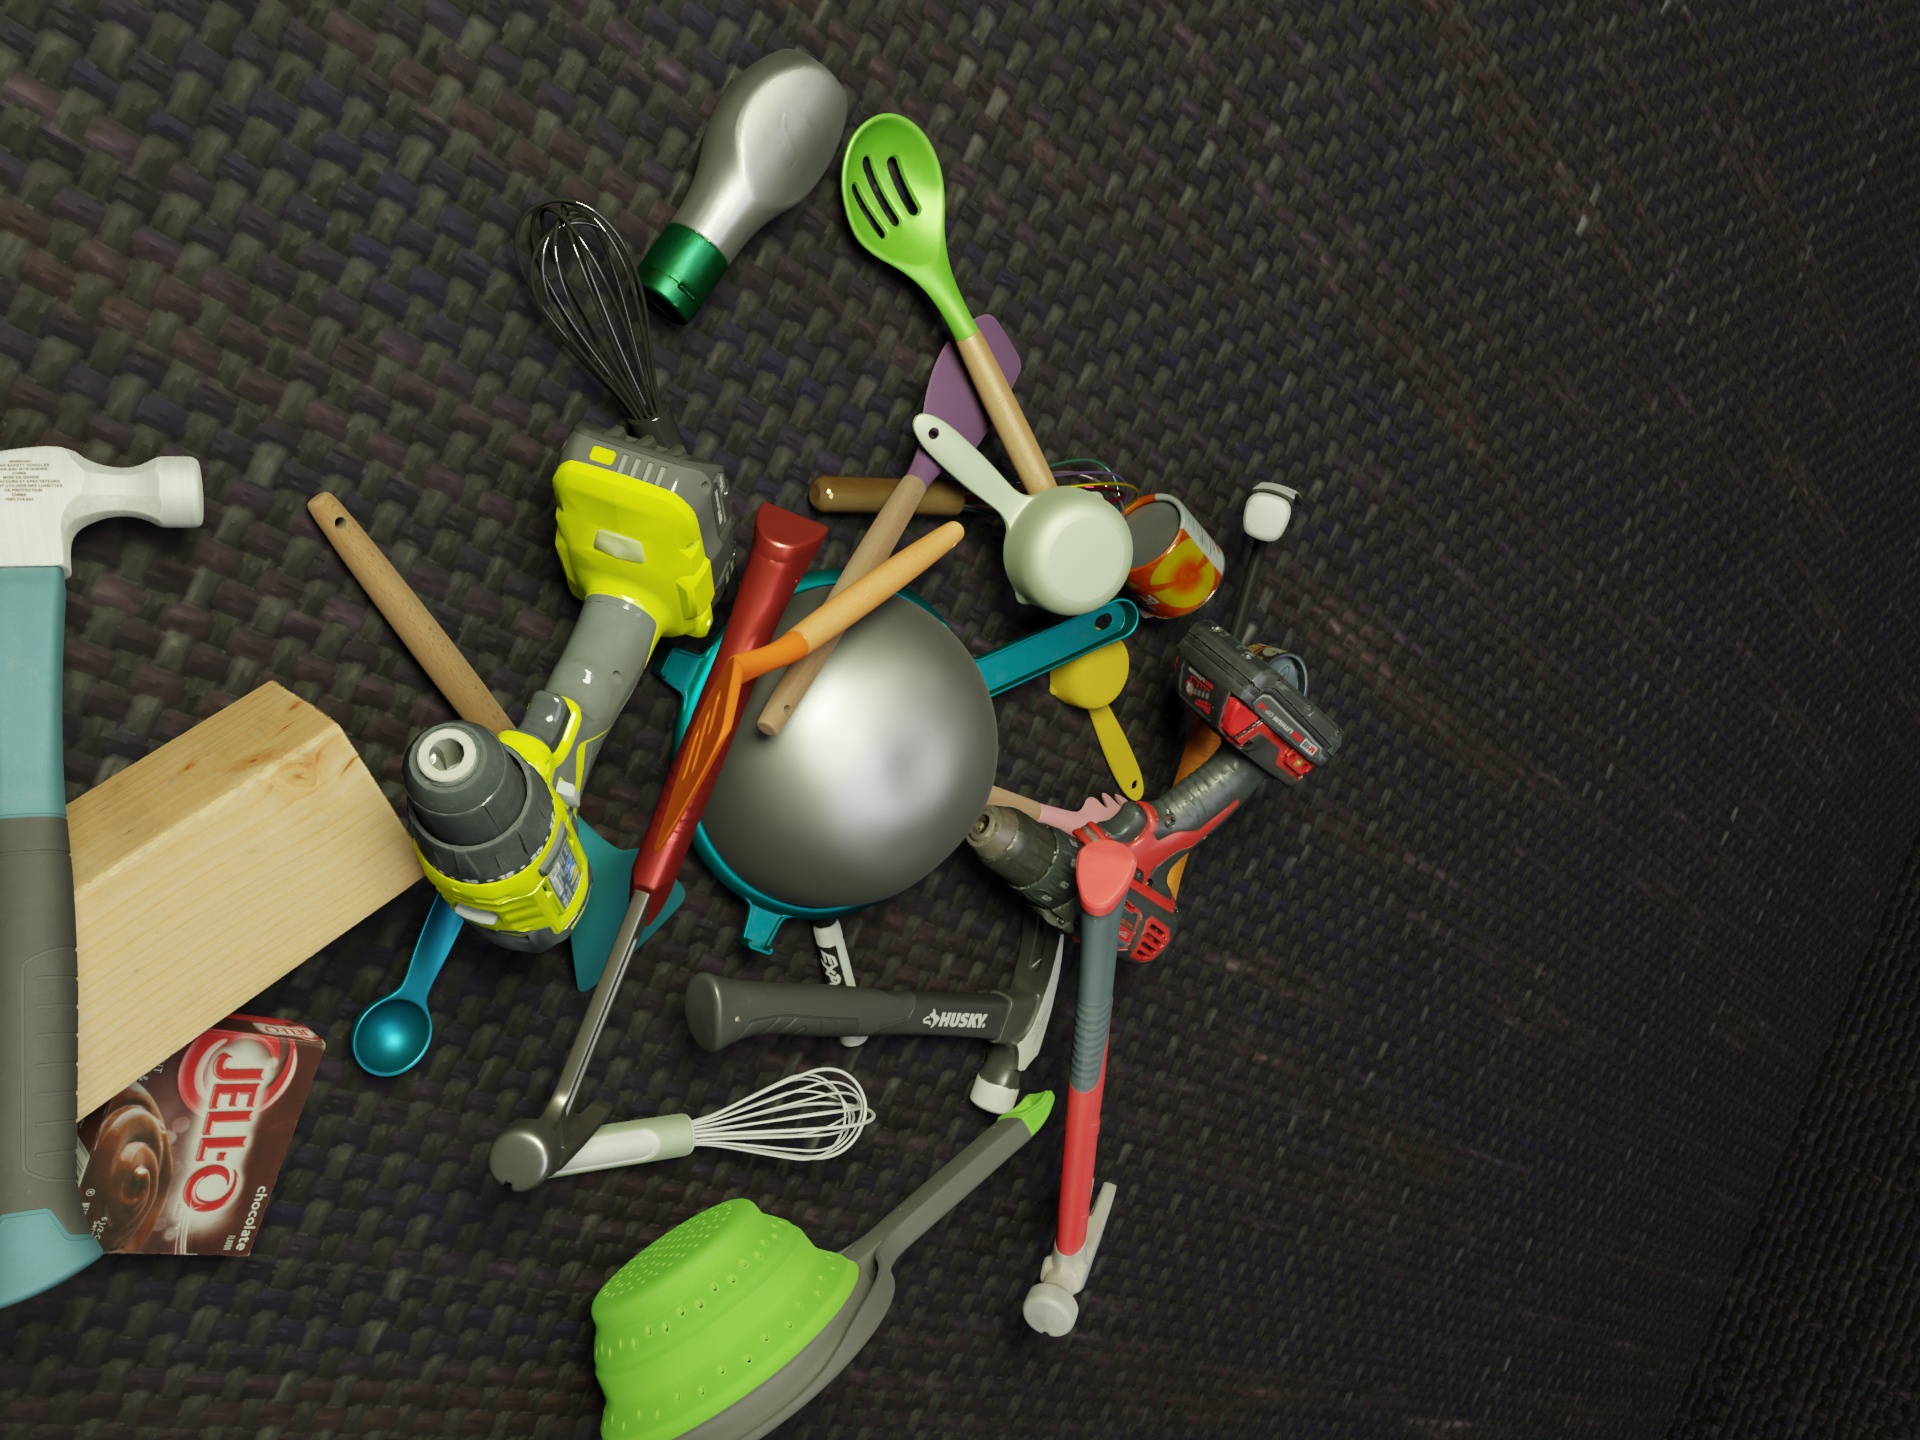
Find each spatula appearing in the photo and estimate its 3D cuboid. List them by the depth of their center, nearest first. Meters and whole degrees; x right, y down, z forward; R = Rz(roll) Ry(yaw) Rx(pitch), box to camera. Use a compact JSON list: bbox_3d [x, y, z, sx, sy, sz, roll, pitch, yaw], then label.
[{"bbox_3d":[-0.065,-0.041,0.807,0.081,0.041,0.323,-55,173,35],"label":"spatula"},{"bbox_3d":[-0.238,0.015,0.821,0.082,0.044,0.317,-44,124,-24],"label":"spatula"},{"bbox_3d":[-0.038,-0.118,0.904,0.059,0.018,0.316,51,53,-36],"label":"spatula"}]

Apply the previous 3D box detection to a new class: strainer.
[{"bbox_3d":[-0.002,-0.003,0.948,0.340,0.095,0.211,-25,112,-28],"label":"strainer"}]

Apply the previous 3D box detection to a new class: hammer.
[{"bbox_3d":[-0.358,0.052,0.612,0.128,0.033,0.331,-2,76,-23],"label":"hammer"},{"bbox_3d":[-0.150,0.061,0.830,0.036,0.149,0.359,22,91,0],"label":"hammer"},{"bbox_3d":[-0.045,0.180,1.009,0.334,0.035,0.146,16,94,-52],"label":"hammer"},{"bbox_3d":[0.090,0.239,1.090,0.143,0.038,0.386,-55,153,-55],"label":"hammer"},{"bbox_3d":[0.183,-0.007,1.157,0.127,0.034,0.336,-39,144,-71],"label":"hammer"}]

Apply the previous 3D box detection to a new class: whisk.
[{"bbox_3d":[-0.163,-0.155,0.815,0.055,0.055,0.238,-39,131,-25],"label":"whisk"},{"bbox_3d":[-0.158,0.248,0.954,0.246,0.059,0.058,1,92,-37],"label":"whisk"},{"bbox_3d":[0.016,-0.139,0.979,0.245,0.047,0.051,-4,100,-37],"label":"whisk"}]

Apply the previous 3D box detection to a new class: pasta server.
[{"bbox_3d":[0.025,0.054,1.066,0.316,0.040,0.060,20,91,-40],"label":"pasta server"}]

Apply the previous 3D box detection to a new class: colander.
[{"bbox_3d":[-0.093,0.315,0.984,0.397,0.204,0.094,-32,91,-38],"label":"colander"}]

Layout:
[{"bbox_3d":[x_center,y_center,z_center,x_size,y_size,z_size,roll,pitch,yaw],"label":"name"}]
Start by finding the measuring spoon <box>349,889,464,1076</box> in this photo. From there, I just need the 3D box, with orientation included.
[{"bbox_3d":[-0.280,0.120,0.826,0.042,0.021,0.129,32,73,-42],"label":"measuring spoon"}]

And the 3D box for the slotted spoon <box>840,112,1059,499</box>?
[{"bbox_3d":[0.013,-0.202,0.933,0.070,0.031,0.313,-41,118,-23],"label":"slotted spoon"}]

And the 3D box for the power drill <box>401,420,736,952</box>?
[{"bbox_3d":[-0.182,-0.020,0.733,0.190,0.080,0.229,101,7,-66],"label":"power drill"}]

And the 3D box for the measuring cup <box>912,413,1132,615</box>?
[{"bbox_3d":[0.037,-0.123,0.931,0.167,0.038,0.083,37,90,-32],"label":"measuring cup"}]

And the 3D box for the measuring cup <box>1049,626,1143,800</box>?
[{"bbox_3d":[0.109,0.001,1.116,0.062,0.029,0.156,-43,127,-23],"label":"measuring cup"}]

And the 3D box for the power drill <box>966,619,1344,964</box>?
[{"bbox_3d":[0.124,0.046,1.052,0.187,0.080,0.226,35,98,-38],"label":"power drill"}]
